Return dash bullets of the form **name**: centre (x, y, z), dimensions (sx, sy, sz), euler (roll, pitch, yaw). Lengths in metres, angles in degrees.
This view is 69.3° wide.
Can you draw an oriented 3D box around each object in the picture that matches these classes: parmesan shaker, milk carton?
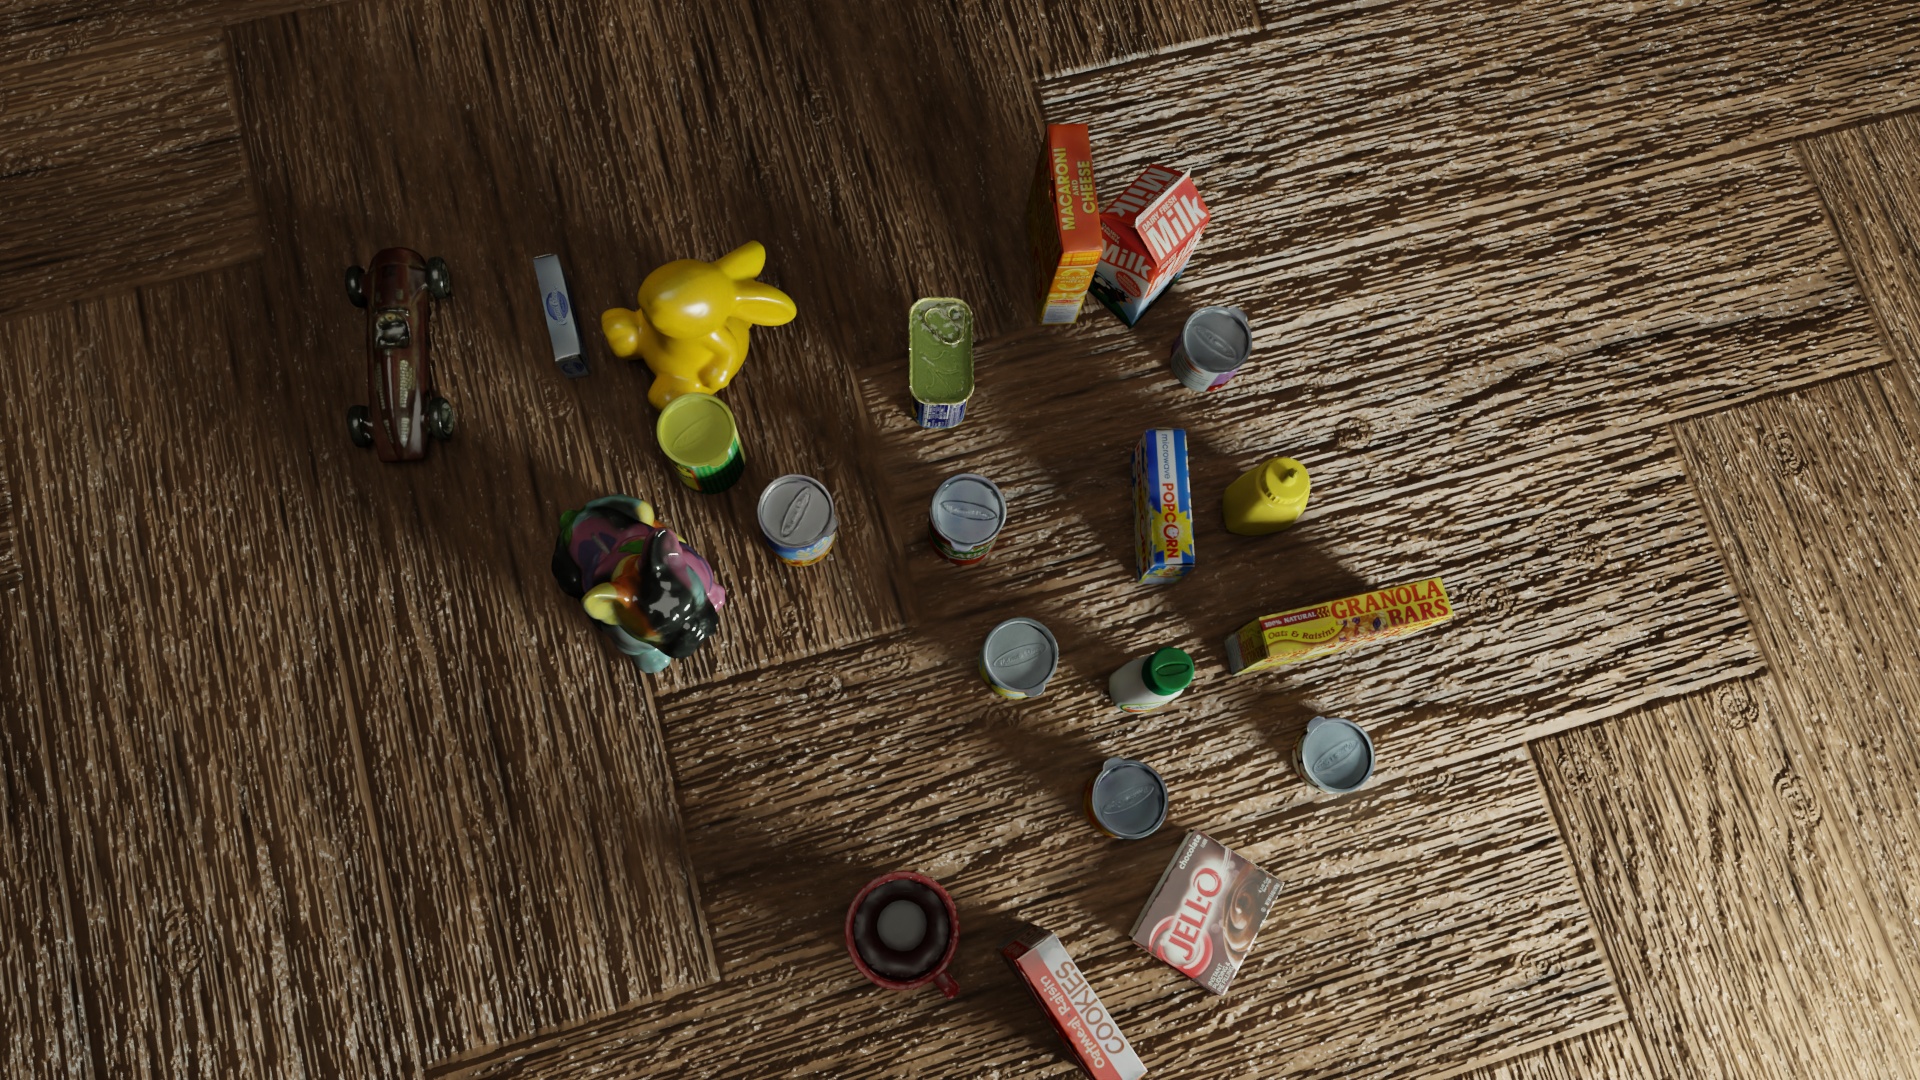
- **parmesan shaker**: centre (-0.227, -0.081, 1.231), dimensions (0.071, 0.103, 0.071), euler (1, 77, -3)
- **milk carton**: centre (0.166, -0.271, 1.256), dimensions (0.073, 0.190, 0.072), euler (43, 78, 6)

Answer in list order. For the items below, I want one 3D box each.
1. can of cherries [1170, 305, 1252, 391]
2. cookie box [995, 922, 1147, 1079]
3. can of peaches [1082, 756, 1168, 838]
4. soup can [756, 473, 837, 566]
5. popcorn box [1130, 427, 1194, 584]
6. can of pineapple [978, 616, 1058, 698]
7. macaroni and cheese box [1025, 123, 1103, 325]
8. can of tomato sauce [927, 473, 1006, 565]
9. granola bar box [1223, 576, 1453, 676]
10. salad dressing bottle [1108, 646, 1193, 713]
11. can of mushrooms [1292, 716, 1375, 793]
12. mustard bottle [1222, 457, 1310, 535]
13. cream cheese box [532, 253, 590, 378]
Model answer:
- **can of cherries**: centre (0.237, -0.181, 1.307), dimensions (0.071, 0.058, 0.071), euler (1, 77, -3)
- **cookie box**: centre (0.084, 0.371, 1.110), dimensions (0.040, 0.167, 0.123), euler (-34, 81, -10)
- **can of peaches**: centre (0.141, 0.223, 1.205), dimensions (0.071, 0.058, 0.071), euler (1, 77, -3)
- **soup can**: centre (-0.142, -0.015, 1.231), dimensions (0.071, 0.083, 0.071), euler (1, 77, -3)
- **popcorn box**: centre (0.181, -0.030, 1.254), dimensions (0.038, 0.085, 0.127), euler (-1, 77, -4)
- **can of pineapple**: centre (0.050, 0.107, 1.227), dimensions (0.071, 0.057, 0.071), euler (1, 77, -3)
- **macaroni and cheese box**: centre (0.092, -0.284, 1.267), dimensions (0.040, 0.166, 0.124), euler (-5, 77, -4)
- **can of tomato sauce**: centre (0.004, -0.016, 1.240), dimensions (0.071, 0.083, 0.071), euler (1, 77, -3)
- **granola bar box**: centre (0.326, 0.076, 1.218), dimensions (0.166, 0.124, 0.039), euler (-12, 78, -6)
- **salad dressing bottle**: centre (0.165, 0.119, 1.185), dimensions (0.064, 0.147, 0.044), euler (-9, 78, -5)
- **can of mushrooms**: centre (0.331, 0.190, 1.237), dimensions (0.071, 0.033, 0.071), euler (1, 77, -3)
- **mustard bottle**: centre (0.276, -0.042, 1.224), dimensions (0.065, 0.160, 0.049), euler (-2, 77, -4)
- **cream cheese box**: centre (-0.366, -0.205, 1.277), dimensions (0.024, 0.053, 0.104), euler (-15, 78, -7)
